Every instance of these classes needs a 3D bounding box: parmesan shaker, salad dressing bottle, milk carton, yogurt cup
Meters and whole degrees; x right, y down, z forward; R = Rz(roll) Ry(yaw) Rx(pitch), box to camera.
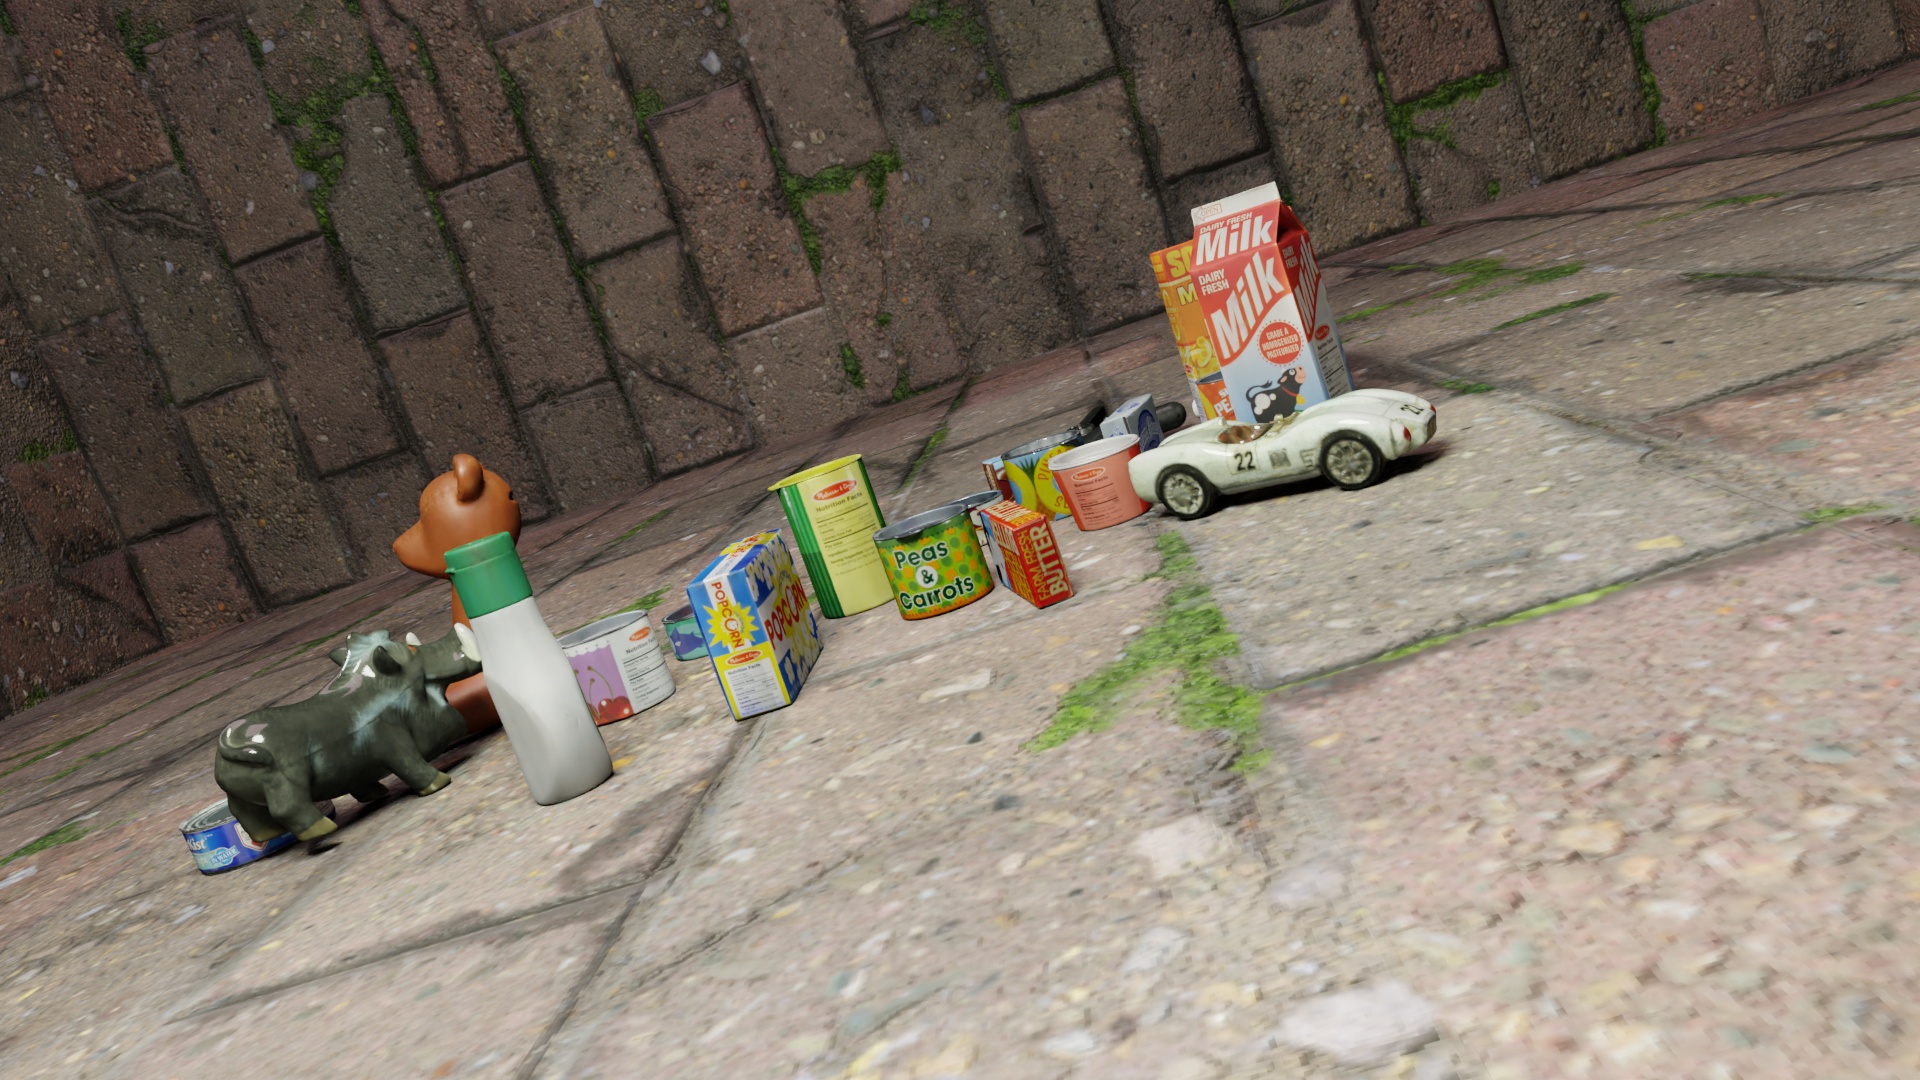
[{"bbox_3d":[-0.088,-0.002,0.998,0.071,0.103,0.071,-19,9,3],"label":"parmesan shaker"},{"bbox_3d":[-0.238,0.069,0.761,0.044,0.147,0.064,-26,11,-34],"label":"salad dressing bottle"},{"bbox_3d":[0.231,-0.166,1.037,0.072,0.190,0.074,-13,11,35],"label":"milk carton"},{"bbox_3d":[0.103,-0.041,0.996,0.072,0.054,0.072,-18,10,3],"label":"yogurt cup"}]

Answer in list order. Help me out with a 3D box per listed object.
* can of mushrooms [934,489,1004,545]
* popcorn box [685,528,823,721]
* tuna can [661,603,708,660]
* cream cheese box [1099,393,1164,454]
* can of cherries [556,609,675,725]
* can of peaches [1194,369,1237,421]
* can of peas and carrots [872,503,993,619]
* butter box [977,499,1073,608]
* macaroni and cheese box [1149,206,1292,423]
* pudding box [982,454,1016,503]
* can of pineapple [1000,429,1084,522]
[{"bbox_3d":[0.004,-0.014,1.094,0.071,0.033,0.071,-18,10,3],"label":"can of mushrooms"},{"bbox_3d":[-0.123,0.048,0.844,0.038,0.085,0.127,-18,10,6],"label":"popcorn box"},{"bbox_3d":[-0.184,0.062,1.036,0.071,0.032,0.071,-18,10,3],"label":"tuna can"},{"bbox_3d":[0.147,-0.087,1.166,0.024,0.053,0.104,-15,10,23],"label":"cream cheese box"},{"bbox_3d":[-0.232,0.085,0.926,0.071,0.058,0.071,-18,10,3],"label":"can of cherries"},{"bbox_3d":[0.231,-0.111,1.130,0.071,0.058,0.071,-18,10,3],"label":"can of peaches"},{"bbox_3d":[-0.018,0.014,0.908,0.071,0.058,0.071,-18,10,3],"label":"can of peas and carrots"},{"bbox_3d":[0.039,0.007,0.857,0.024,0.053,0.103,-20,10,-8],"label":"butter box"},{"bbox_3d":[0.249,-0.190,1.210,0.124,0.166,0.040,-20,9,-3],"label":"macaroni and cheese box"},{"bbox_3d":[0.065,-0.056,1.165,0.084,0.049,0.030,-22,10,-14],"label":"pudding box"},{"bbox_3d":[0.072,-0.049,1.090,0.071,0.057,0.071,-18,10,3],"label":"can of pineapple"}]
